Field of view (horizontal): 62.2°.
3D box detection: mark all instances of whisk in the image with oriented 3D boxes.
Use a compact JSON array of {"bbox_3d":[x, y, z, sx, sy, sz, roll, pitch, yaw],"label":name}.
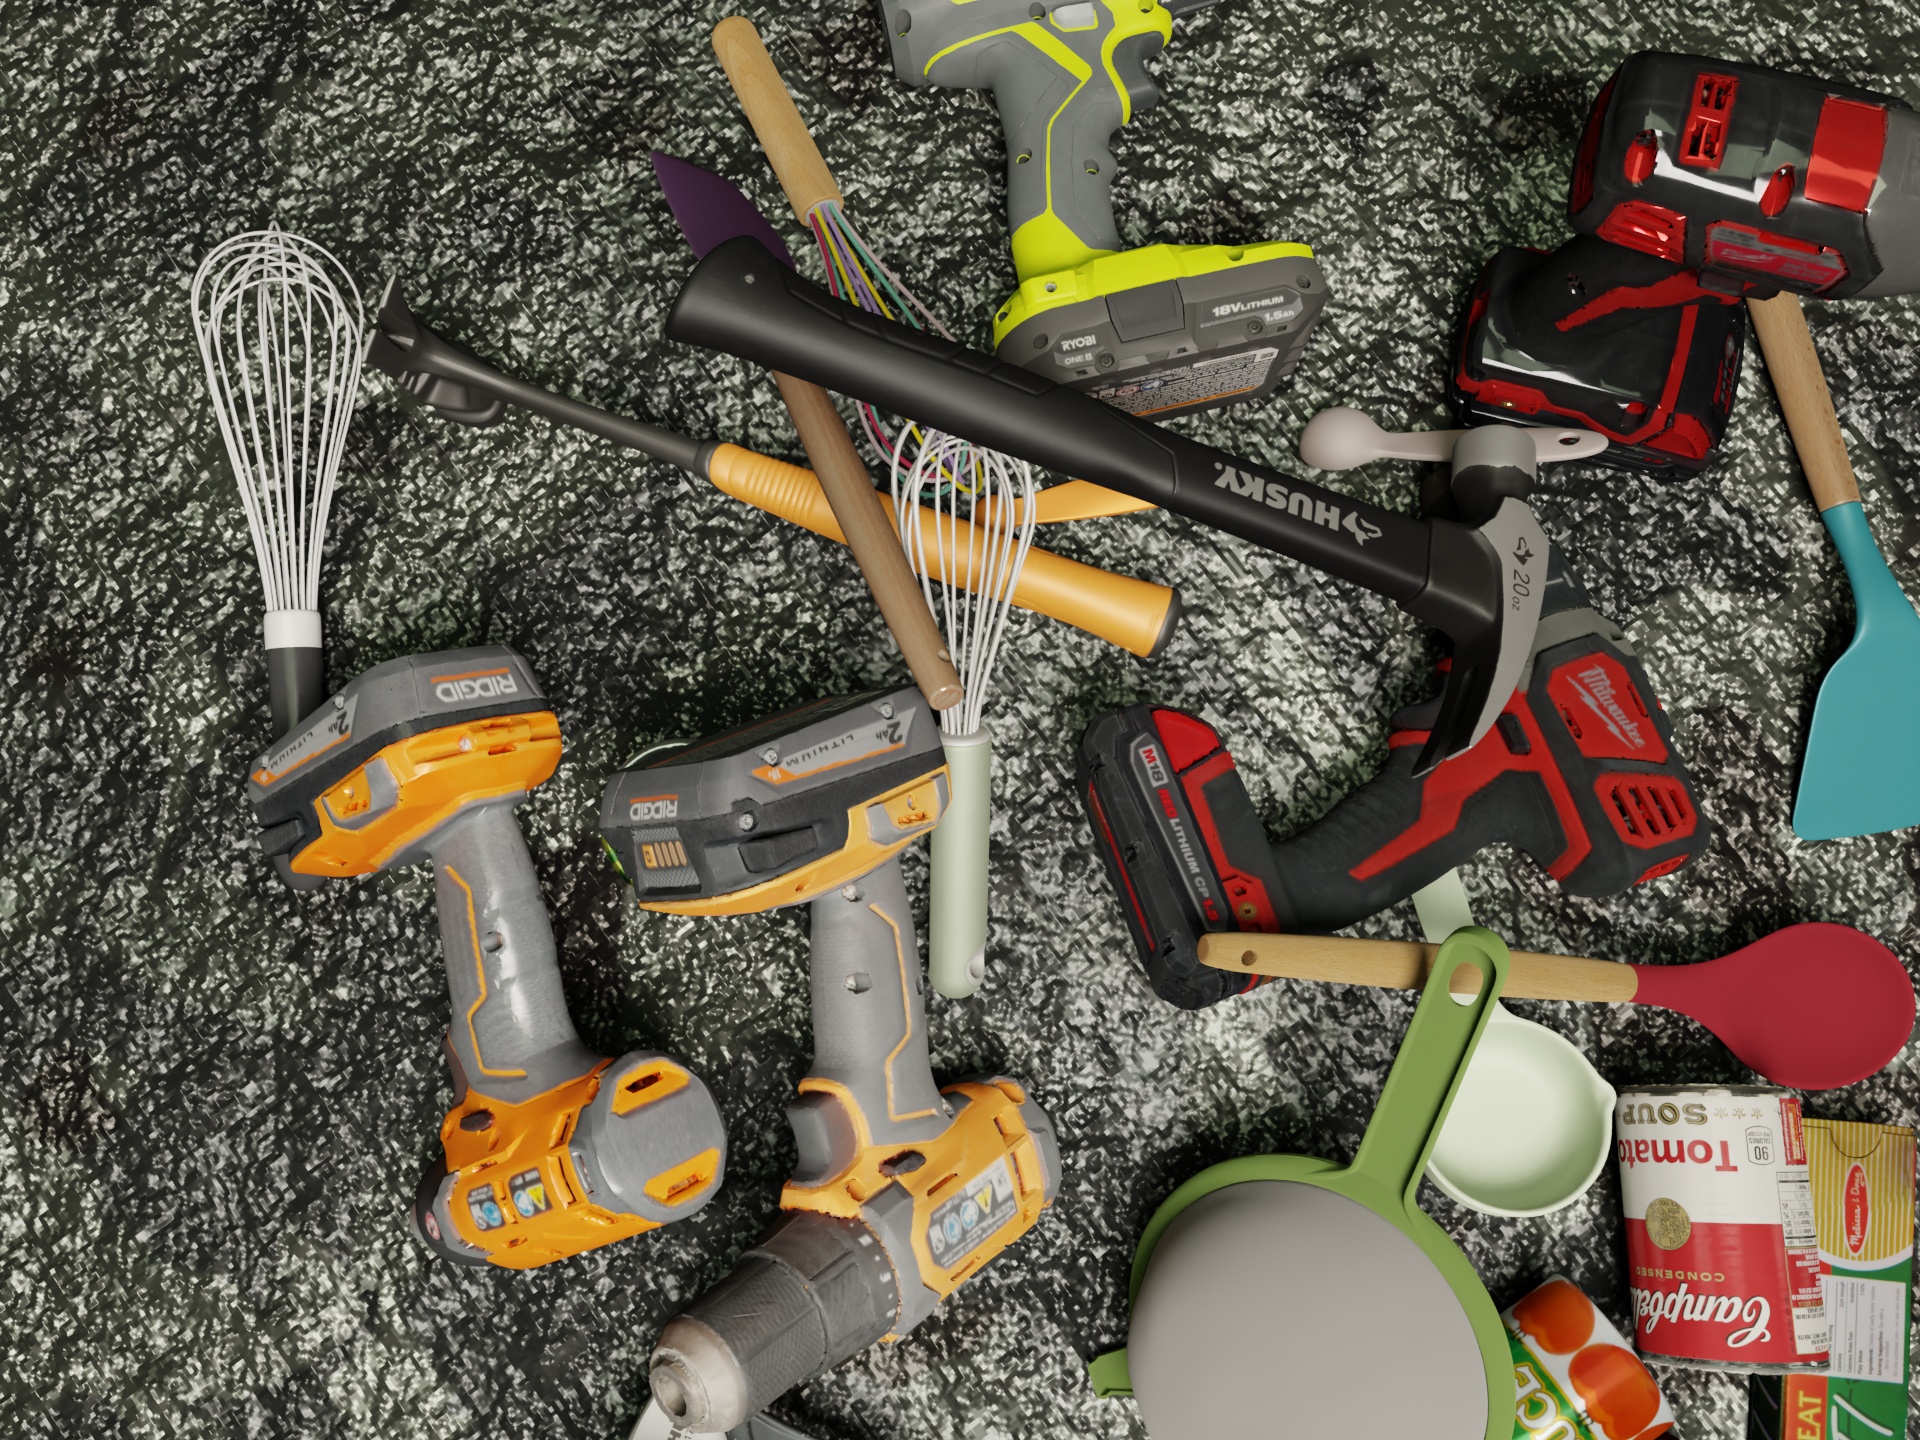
[{"bbox_3d":[-0.284,-0.070,0.674,0.070,0.070,0.284,-4,88,1],"label":"whisk"},{"bbox_3d":[-0.050,-0.202,0.692,0.047,0.051,0.245,-19,77,-35],"label":"whisk"},{"bbox_3d":[-0.001,-0.002,0.623,0.059,0.058,0.246,10,111,25],"label":"whisk"}]

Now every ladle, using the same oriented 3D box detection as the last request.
[{"bbox_3d":[0.232,0.100,0.604,0.315,0.031,0.069,8,96,-19],"label":"ladle"}]

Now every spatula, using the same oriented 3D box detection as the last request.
[{"bbox_3d":[0.359,-0.111,0.676,0.082,0.044,0.318,-11,79,1],"label":"spatula"},{"bbox_3d":[-0.059,-0.126,0.617,0.018,0.059,0.316,-49,49,32],"label":"spatula"}]

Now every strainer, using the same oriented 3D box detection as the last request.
[{"bbox_3d":[0.131,0.192,0.561,0.152,0.069,0.256,26,110,28],"label":"strainer"}]

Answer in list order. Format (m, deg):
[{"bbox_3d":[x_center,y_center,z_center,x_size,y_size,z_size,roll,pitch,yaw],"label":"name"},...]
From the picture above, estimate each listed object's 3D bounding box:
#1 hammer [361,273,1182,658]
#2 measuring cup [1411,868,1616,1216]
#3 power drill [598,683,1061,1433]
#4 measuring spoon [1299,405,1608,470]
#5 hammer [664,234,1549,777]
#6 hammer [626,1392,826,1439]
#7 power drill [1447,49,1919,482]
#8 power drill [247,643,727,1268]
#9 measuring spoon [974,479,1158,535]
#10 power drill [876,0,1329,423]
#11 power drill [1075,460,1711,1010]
[{"bbox_3d":[-0.069,-0.095,0.647,0.337,0.127,0.034,19,89,-2],"label":"hammer"},{"bbox_3d":[0.207,0.119,0.652,0.083,0.038,0.168,-13,67,2],"label":"measuring cup"},{"bbox_3d":[-0.056,0.117,0.568,0.084,0.185,0.226,-8,100,41],"label":"power drill"},{"bbox_3d":[0.201,-0.119,0.656,0.124,0.018,0.034,5,48,26],"label":"measuring spoon"},{"bbox_3d":[0.060,-0.089,0.565,0.334,0.035,0.146,18,64,-14],"label":"hammer"},{"bbox_3d":[0.068,0.336,0.612,0.409,0.036,0.149,23,59,-1],"label":"hammer"},{"bbox_3d":[0.272,-0.160,0.583,0.143,0.219,0.078,14,85,3],"label":"power drill"},{"bbox_3d":[-0.195,0.103,0.622,0.164,0.084,0.226,-29,81,35],"label":"power drill"},{"bbox_3d":[0.062,-0.099,0.687,0.117,0.011,0.021,-12,83,0],"label":"measuring spoon"},{"bbox_3d":[0.076,-0.249,0.673,0.190,0.080,0.228,-13,81,0],"label":"power drill"},{"bbox_3d":[0.162,0.003,0.639,0.226,0.080,0.188,-18,73,-4],"label":"power drill"}]
